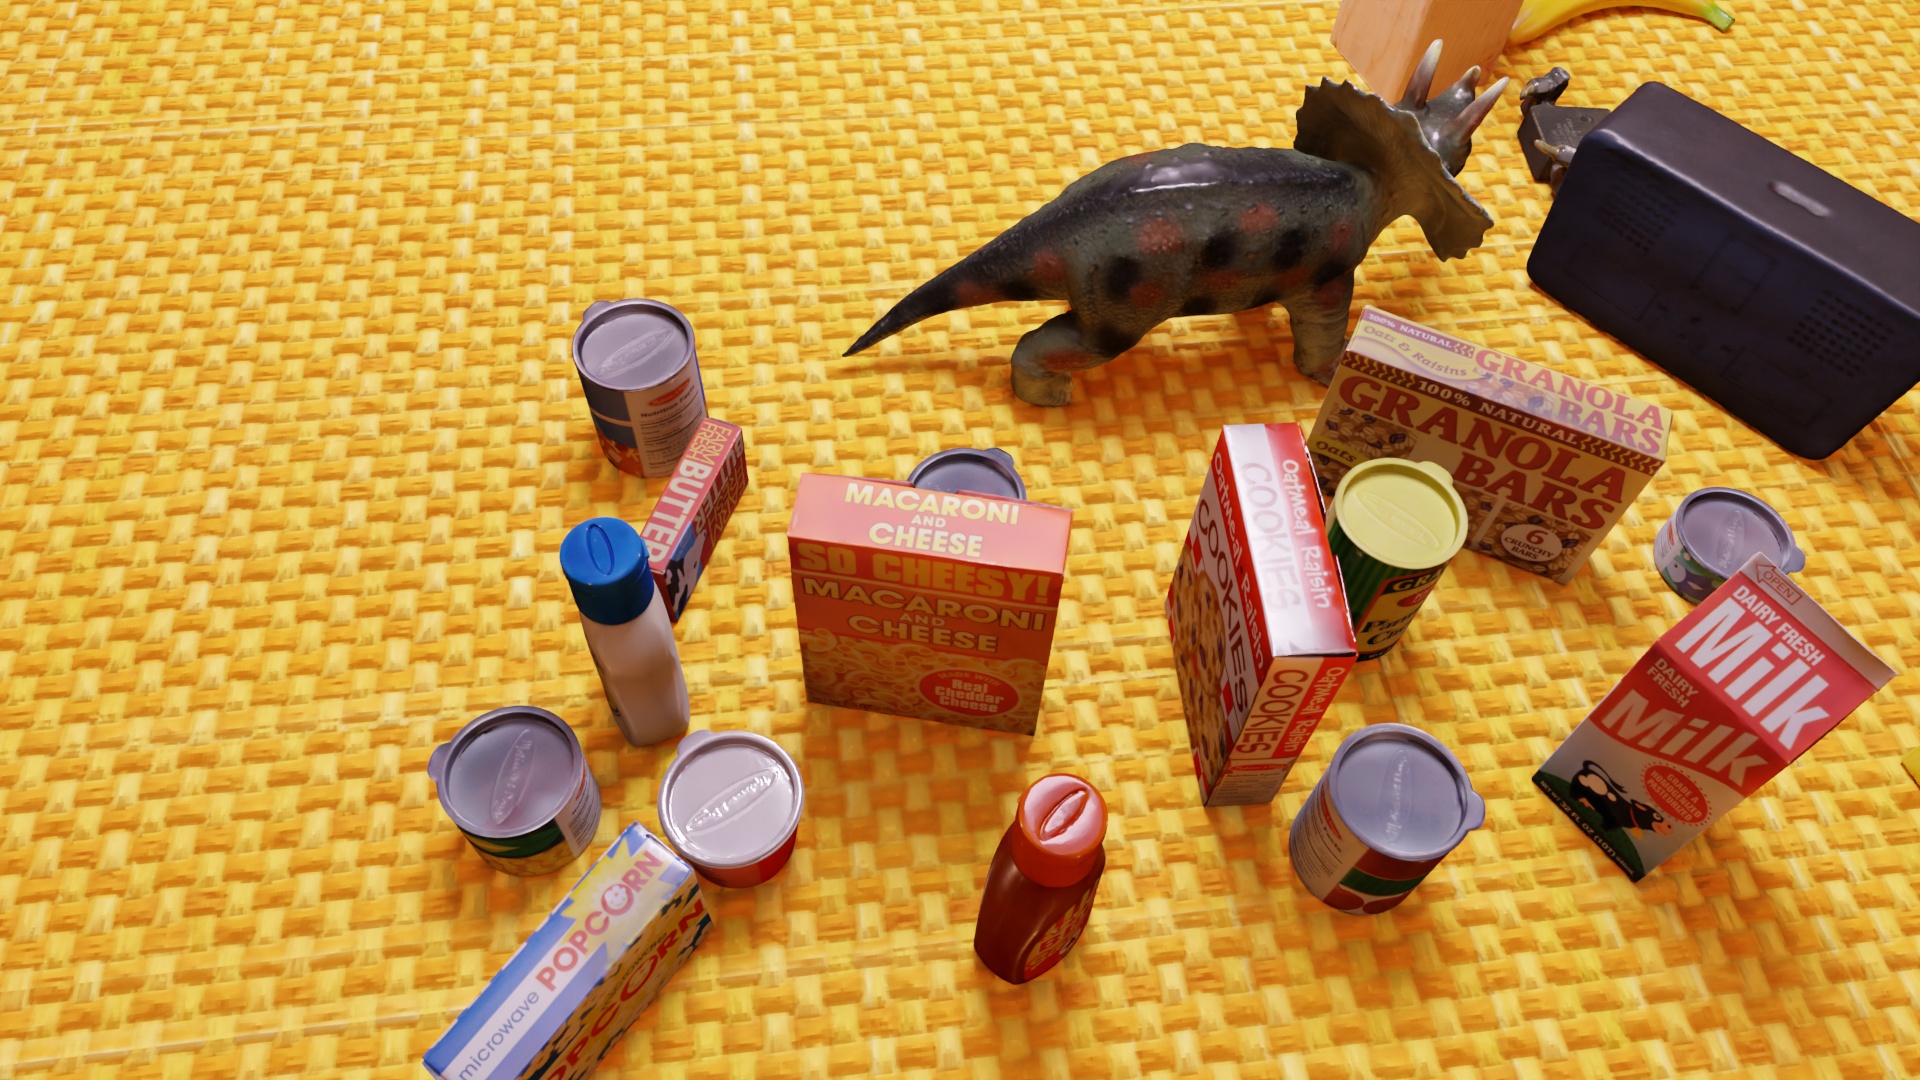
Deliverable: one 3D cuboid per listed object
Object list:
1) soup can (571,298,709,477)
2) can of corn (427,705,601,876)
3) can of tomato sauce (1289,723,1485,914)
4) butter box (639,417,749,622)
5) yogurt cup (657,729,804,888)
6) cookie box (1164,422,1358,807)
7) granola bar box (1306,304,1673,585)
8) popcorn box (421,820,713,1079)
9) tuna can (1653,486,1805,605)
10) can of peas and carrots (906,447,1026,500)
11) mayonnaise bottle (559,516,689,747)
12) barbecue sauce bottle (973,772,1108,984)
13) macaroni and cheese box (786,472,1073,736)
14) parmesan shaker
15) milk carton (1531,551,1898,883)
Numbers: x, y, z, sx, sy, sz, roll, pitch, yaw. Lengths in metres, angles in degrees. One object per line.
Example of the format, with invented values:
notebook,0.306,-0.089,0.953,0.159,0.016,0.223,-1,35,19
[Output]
soup can,-0.181,-0.087,0.790,0.071,0.083,0.072,1,57,-2
can of corn,-0.213,0.121,0.669,0.071,0.058,0.071,1,57,-2
can of tomato sauce,0.201,0.135,0.665,0.071,0.082,0.071,1,57,-2
butter box,-0.148,-0.012,0.762,0.024,0.052,0.104,16,58,8
yogurt cup,-0.108,0.133,0.669,0.072,0.053,0.073,1,57,-2
cookie box,0.141,0.040,0.674,0.040,0.166,0.123,-3,57,-4
granola bar box,0.280,-0.051,0.765,0.166,0.123,0.039,22,59,11
popcorn box,-0.167,0.195,0.608,0.038,0.084,0.127,32,61,17
tuna can,0.436,0.006,0.790,0.071,0.032,0.071,1,57,-2
can of peas and carrots,0.003,-0.010,0.764,0.071,0.058,0.071,1,57,-2
mayonnaise bottle,-0.161,0.043,0.669,0.041,0.147,0.065,-18,60,-14
barbecue sauce bottle,0.037,0.147,0.611,0.044,0.147,0.065,39,64,20
macaroni and cheese box,-0.016,0.034,0.671,0.124,0.165,0.040,8,57,3
parmesan shaker,0.219,0.011,0.734,0.071,0.102,0.071,1,57,-2
milk carton,0.349,0.080,0.644,0.074,0.189,0.072,-30,63,-20
